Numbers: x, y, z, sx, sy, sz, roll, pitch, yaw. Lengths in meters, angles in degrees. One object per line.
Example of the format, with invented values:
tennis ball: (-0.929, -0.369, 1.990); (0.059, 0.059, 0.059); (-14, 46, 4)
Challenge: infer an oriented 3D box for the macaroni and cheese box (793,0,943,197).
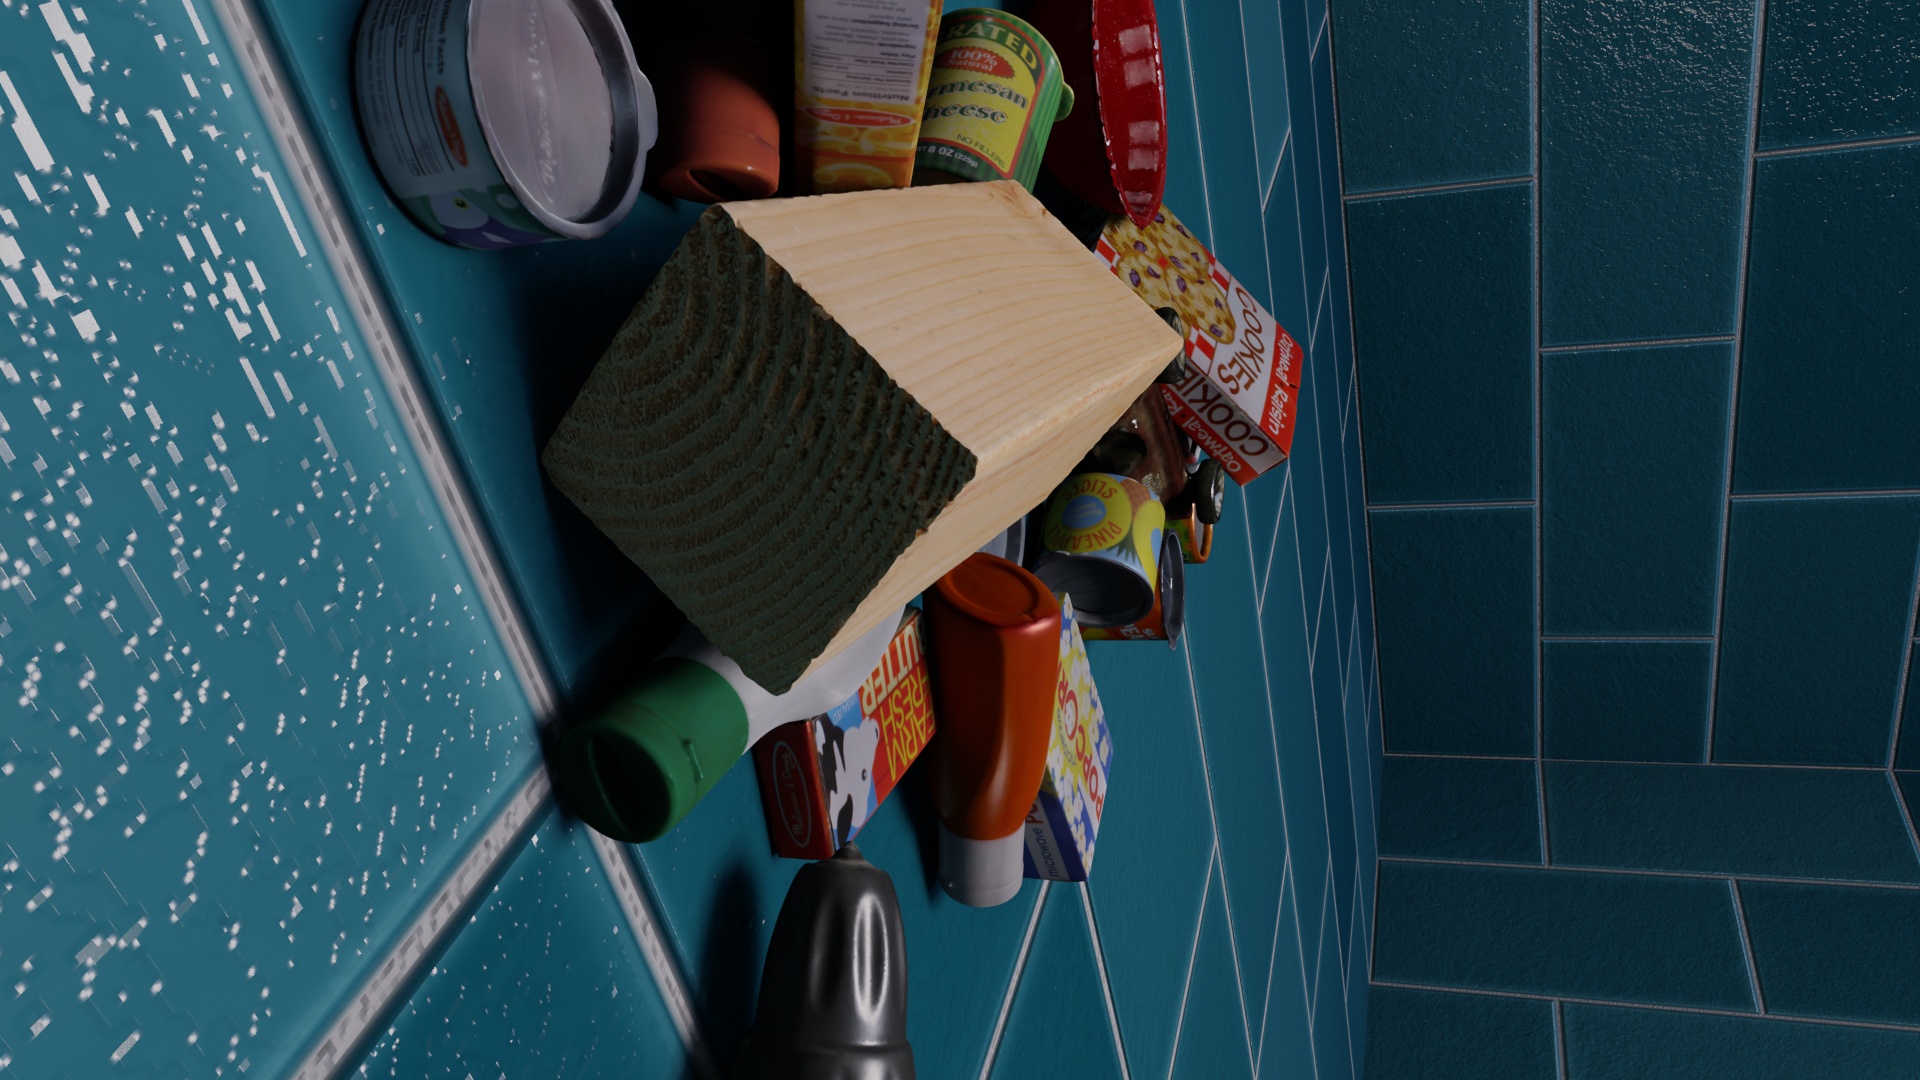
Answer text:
macaroni and cheese box: (-0.027, -0.173, 0.426); (0.166, 0.040, 0.124); (115, -21, -75)

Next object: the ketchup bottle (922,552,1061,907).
ketchup bottle: (0.009, 0.082, 0.567); (0.044, 0.065, 0.148); (-15, 122, -29)

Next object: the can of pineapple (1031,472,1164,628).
can of pineapple: (0.073, 0.004, 0.741); (0.070, 0.071, 0.058); (64, 31, -47)

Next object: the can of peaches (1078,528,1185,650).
can of peaches: (0.097, 0.029, 0.814); (0.071, 0.058, 0.071); (-2, 91, -70)

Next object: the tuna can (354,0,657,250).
tuna can: (-0.104, -0.102, 0.325); (0.071, 0.033, 0.071); (-2, 91, -69)

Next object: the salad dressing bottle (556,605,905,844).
salad dressing bottle: (-0.062, 0.034, 0.412); (0.148, 0.044, 0.064); (-47, 125, -60)

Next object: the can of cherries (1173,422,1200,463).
can of cherries: (0.119, -0.081, 0.879); (0.071, 0.058, 0.071); (-2, 91, -70)

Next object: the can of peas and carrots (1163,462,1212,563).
can of peas and carrots: (0.130, -0.015, 0.903); (0.071, 0.059, 0.071); (-3, 91, -69)

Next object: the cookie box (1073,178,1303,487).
cookie box: (0.134, -0.128, 0.830); (0.167, 0.040, 0.123); (42, 39, -16)

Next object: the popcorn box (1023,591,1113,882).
popcorn box: (0.041, 0.098, 0.686); (0.085, 0.038, 0.126); (-70, 151, -43)

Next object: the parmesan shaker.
parmesan shaker: (0.003, -0.156, 0.557); (0.071, 0.071, 0.103); (66, 30, -45)

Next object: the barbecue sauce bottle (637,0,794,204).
barbecue sauce bottle: (-0.070, -0.175, 0.405); (0.065, 0.043, 0.148); (21, 69, -74)

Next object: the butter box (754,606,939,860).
butter box: (-0.038, 0.066, 0.499); (0.104, 0.024, 0.053); (-44, 129, -63)

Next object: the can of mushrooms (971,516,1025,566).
can of mushrooms: (0.002, -0.008, 0.599); (0.071, 0.033, 0.071); (-2, 91, -70)
